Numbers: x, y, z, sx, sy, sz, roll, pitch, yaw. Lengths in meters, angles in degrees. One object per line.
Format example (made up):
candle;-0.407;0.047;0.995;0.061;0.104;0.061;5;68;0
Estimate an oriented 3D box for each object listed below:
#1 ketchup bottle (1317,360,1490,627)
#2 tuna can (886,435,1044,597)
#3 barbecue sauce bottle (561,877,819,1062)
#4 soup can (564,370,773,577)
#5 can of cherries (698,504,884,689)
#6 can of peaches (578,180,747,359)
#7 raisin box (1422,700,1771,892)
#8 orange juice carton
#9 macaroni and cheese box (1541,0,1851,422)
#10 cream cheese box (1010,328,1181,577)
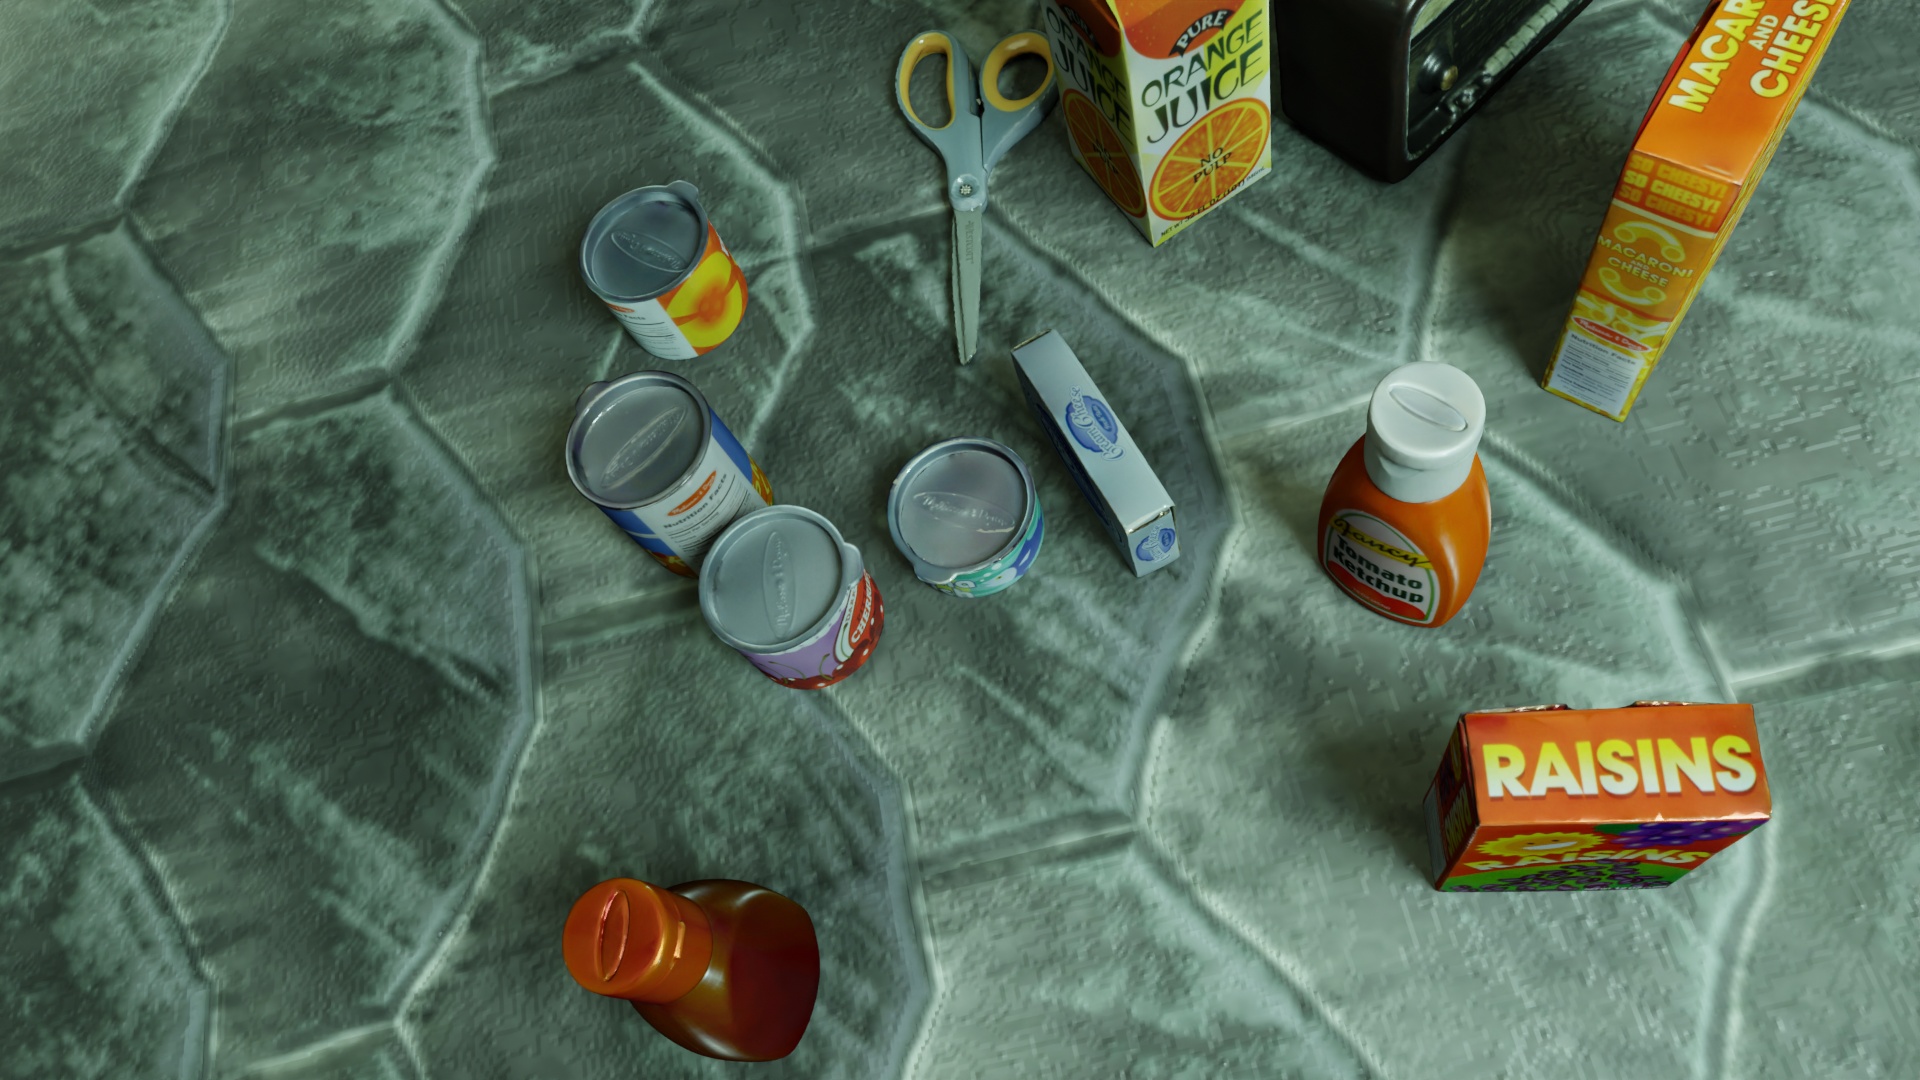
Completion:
ketchup bottle;0.166;-0.016;0.515;0.065;0.148;0.043;32;78;23
tuna can;0.002;-0.008;0.613;0.071;0.032;0.071;-5;66;11
barbecue sauce bottle;-0.093;0.151;0.501;0.043;0.148;0.065;-1;67;13
soup can;-0.130;-0.029;0.624;0.071;0.083;0.071;-5;66;11
can of cherries;-0.069;0.026;0.600;0.071;0.058;0.072;-5;66;11
can of peaches;-0.144;-0.133;0.687;0.071;0.058;0.071;-5;66;11
raisin box;0.209;0.090;0.473;0.086;0.123;0.040;-3;67;12
orange juice carton;0.084;-0.221;0.599;0.072;0.192;0.073;-34;64;-3
macaroni and cheese box;0.281;-0.137;0.532;0.040;0.166;0.124;29;76;22
cream cheese box;0.059;-0.038;0.602;0.024;0.053;0.104;-30;64;-1
